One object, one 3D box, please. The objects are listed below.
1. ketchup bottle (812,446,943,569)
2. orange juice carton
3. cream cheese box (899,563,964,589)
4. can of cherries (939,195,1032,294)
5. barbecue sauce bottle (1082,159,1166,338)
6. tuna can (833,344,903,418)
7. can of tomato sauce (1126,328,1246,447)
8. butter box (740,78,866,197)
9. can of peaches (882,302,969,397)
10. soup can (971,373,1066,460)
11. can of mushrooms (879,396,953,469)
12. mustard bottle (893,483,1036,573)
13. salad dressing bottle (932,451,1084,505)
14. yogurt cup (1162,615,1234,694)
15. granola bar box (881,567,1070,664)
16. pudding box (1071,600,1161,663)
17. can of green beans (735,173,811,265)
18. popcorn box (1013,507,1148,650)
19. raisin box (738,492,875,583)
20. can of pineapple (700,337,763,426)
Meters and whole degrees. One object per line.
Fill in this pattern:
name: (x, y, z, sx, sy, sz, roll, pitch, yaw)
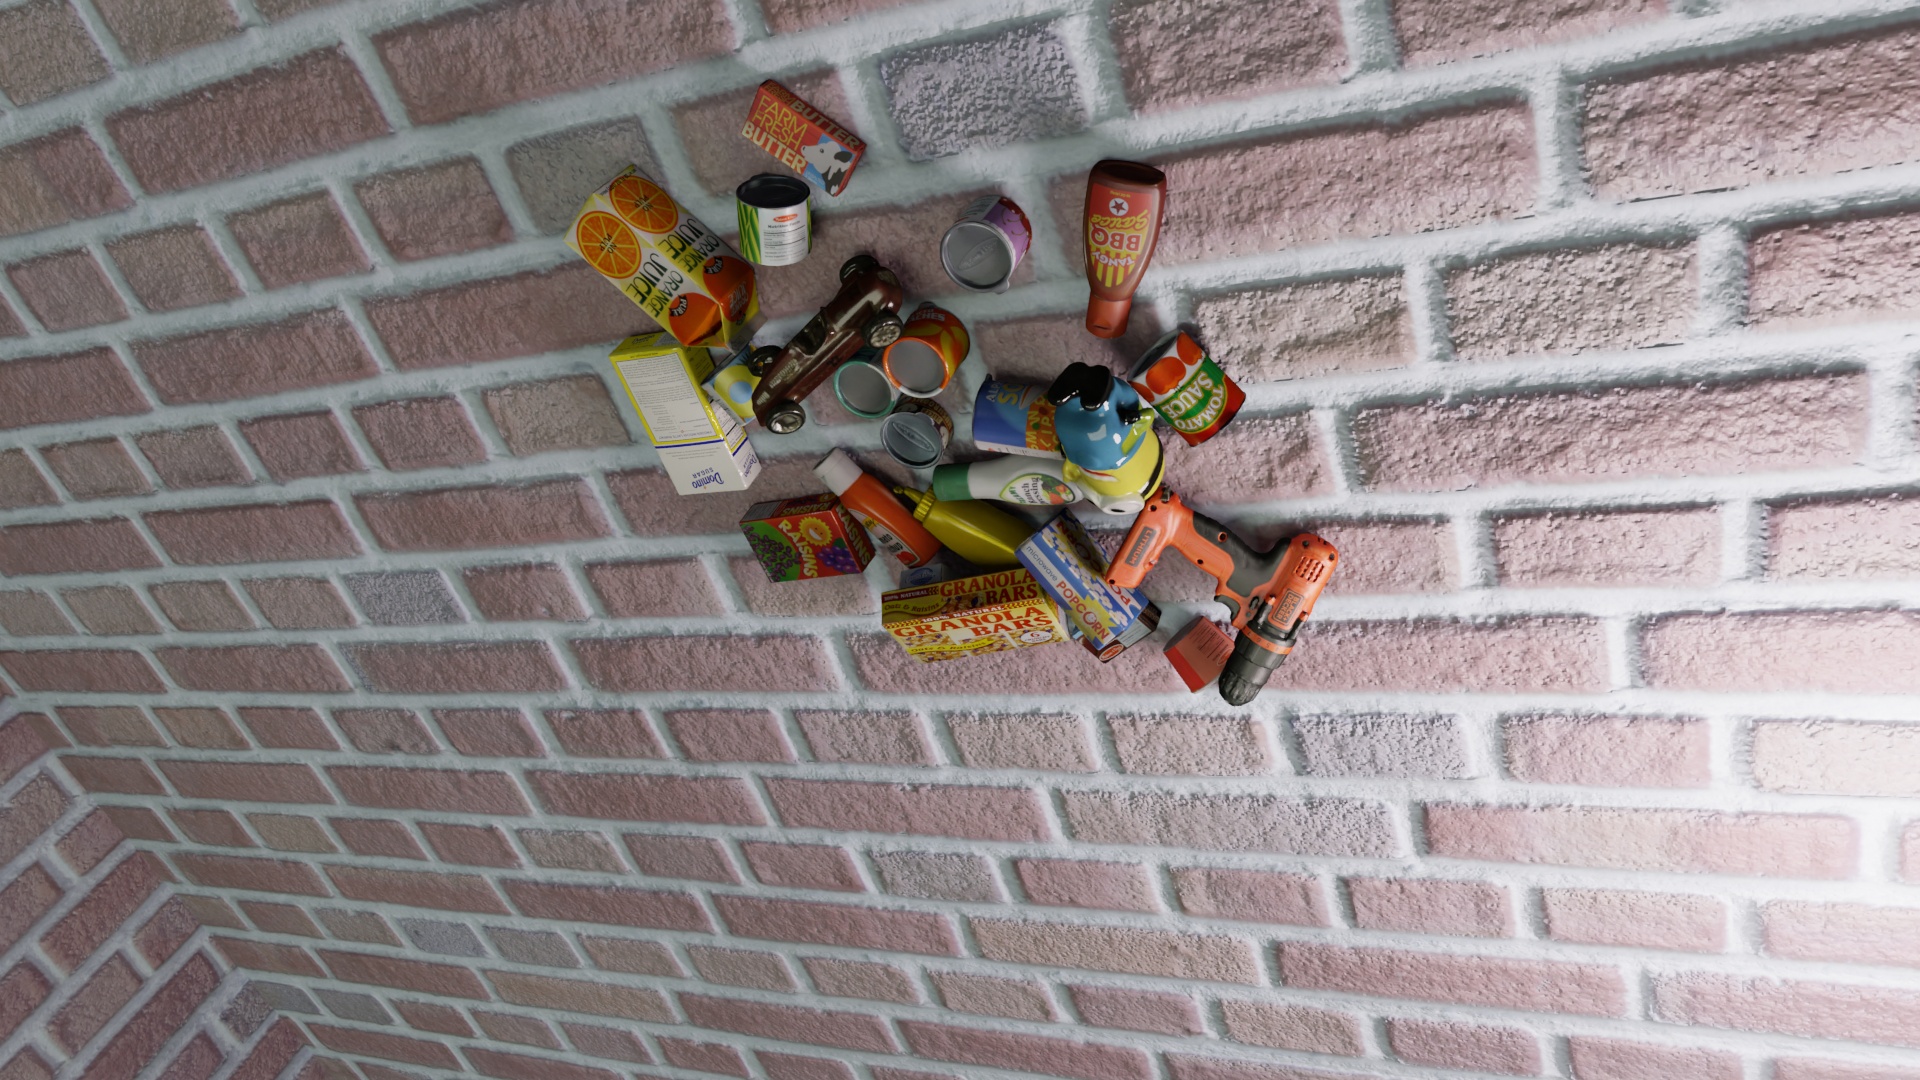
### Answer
ketchup bottle: (-0.086, -0.034, 1.426, 0.148, 0.044, 0.064, 44, 160, -11)
orange juice carton: (-0.271, -0.257, 1.320, 0.192, 0.072, 0.072, 41, 132, -9)
cream cheese box: (-0.014, 0.055, 1.447, 0.053, 0.024, 0.103, -11, 153, 30)
can of cherries: (0.024, -0.254, 1.197, 0.071, 0.059, 0.071, 12, 129, 15)
barbecue sauce bottle: (0.132, -0.242, 1.166, 0.065, 0.044, 0.147, 15, 131, 12)
tuna can: (-0.090, -0.153, 1.346, 0.071, 0.033, 0.070, 12, 130, 15)
can of tomato sauce: (0.195, -0.132, 1.205, 0.083, 0.071, 0.071, 43, 131, -11)
butter box: (-0.138, -0.352, 1.216, 0.103, 0.024, 0.052, 34, 133, -3)
can of peaches: (-0.033, -0.176, 1.284, 0.071, 0.058, 0.070, 13, 131, 15)
soup can: (0.060, -0.114, 1.286, 0.084, 0.072, 0.071, 9, 129, 18)
can of mushrooms: (-0.041, -0.107, 1.359, 0.071, 0.034, 0.070, 13, 130, 16)
mustard bottle: (0.005, -0.018, 1.396, 0.160, 0.049, 0.065, 30, 145, 1)
salad dressing bottle: (0.047, -0.059, 1.339, 0.147, 0.044, 0.064, -2, 147, 21)
yogurt cup: (0.239, 0.112, 1.382, 0.054, 0.073, 0.072, 47, 131, 1)
granola bar box: (0.017, 0.077, 1.412, 0.165, 0.039, 0.124, -10, 154, 14)
pudding box: (0.159, 0.086, 1.421, 0.049, 0.030, 0.083, 40, 132, -10)
can of green beans: (-0.167, -0.288, 1.252, 0.071, 0.071, 0.057, 14, 131, 14)
popcorn box: (0.118, 0.035, 1.342, 0.127, 0.085, 0.038, 49, 119, 2)
raisin box: (-0.165, -0.002, 1.495, 0.123, 0.040, 0.085, -7, 122, 30)
can of pineapple: (-0.213, -0.157, 1.378, 0.070, 0.071, 0.058, -29, 111, 38)
